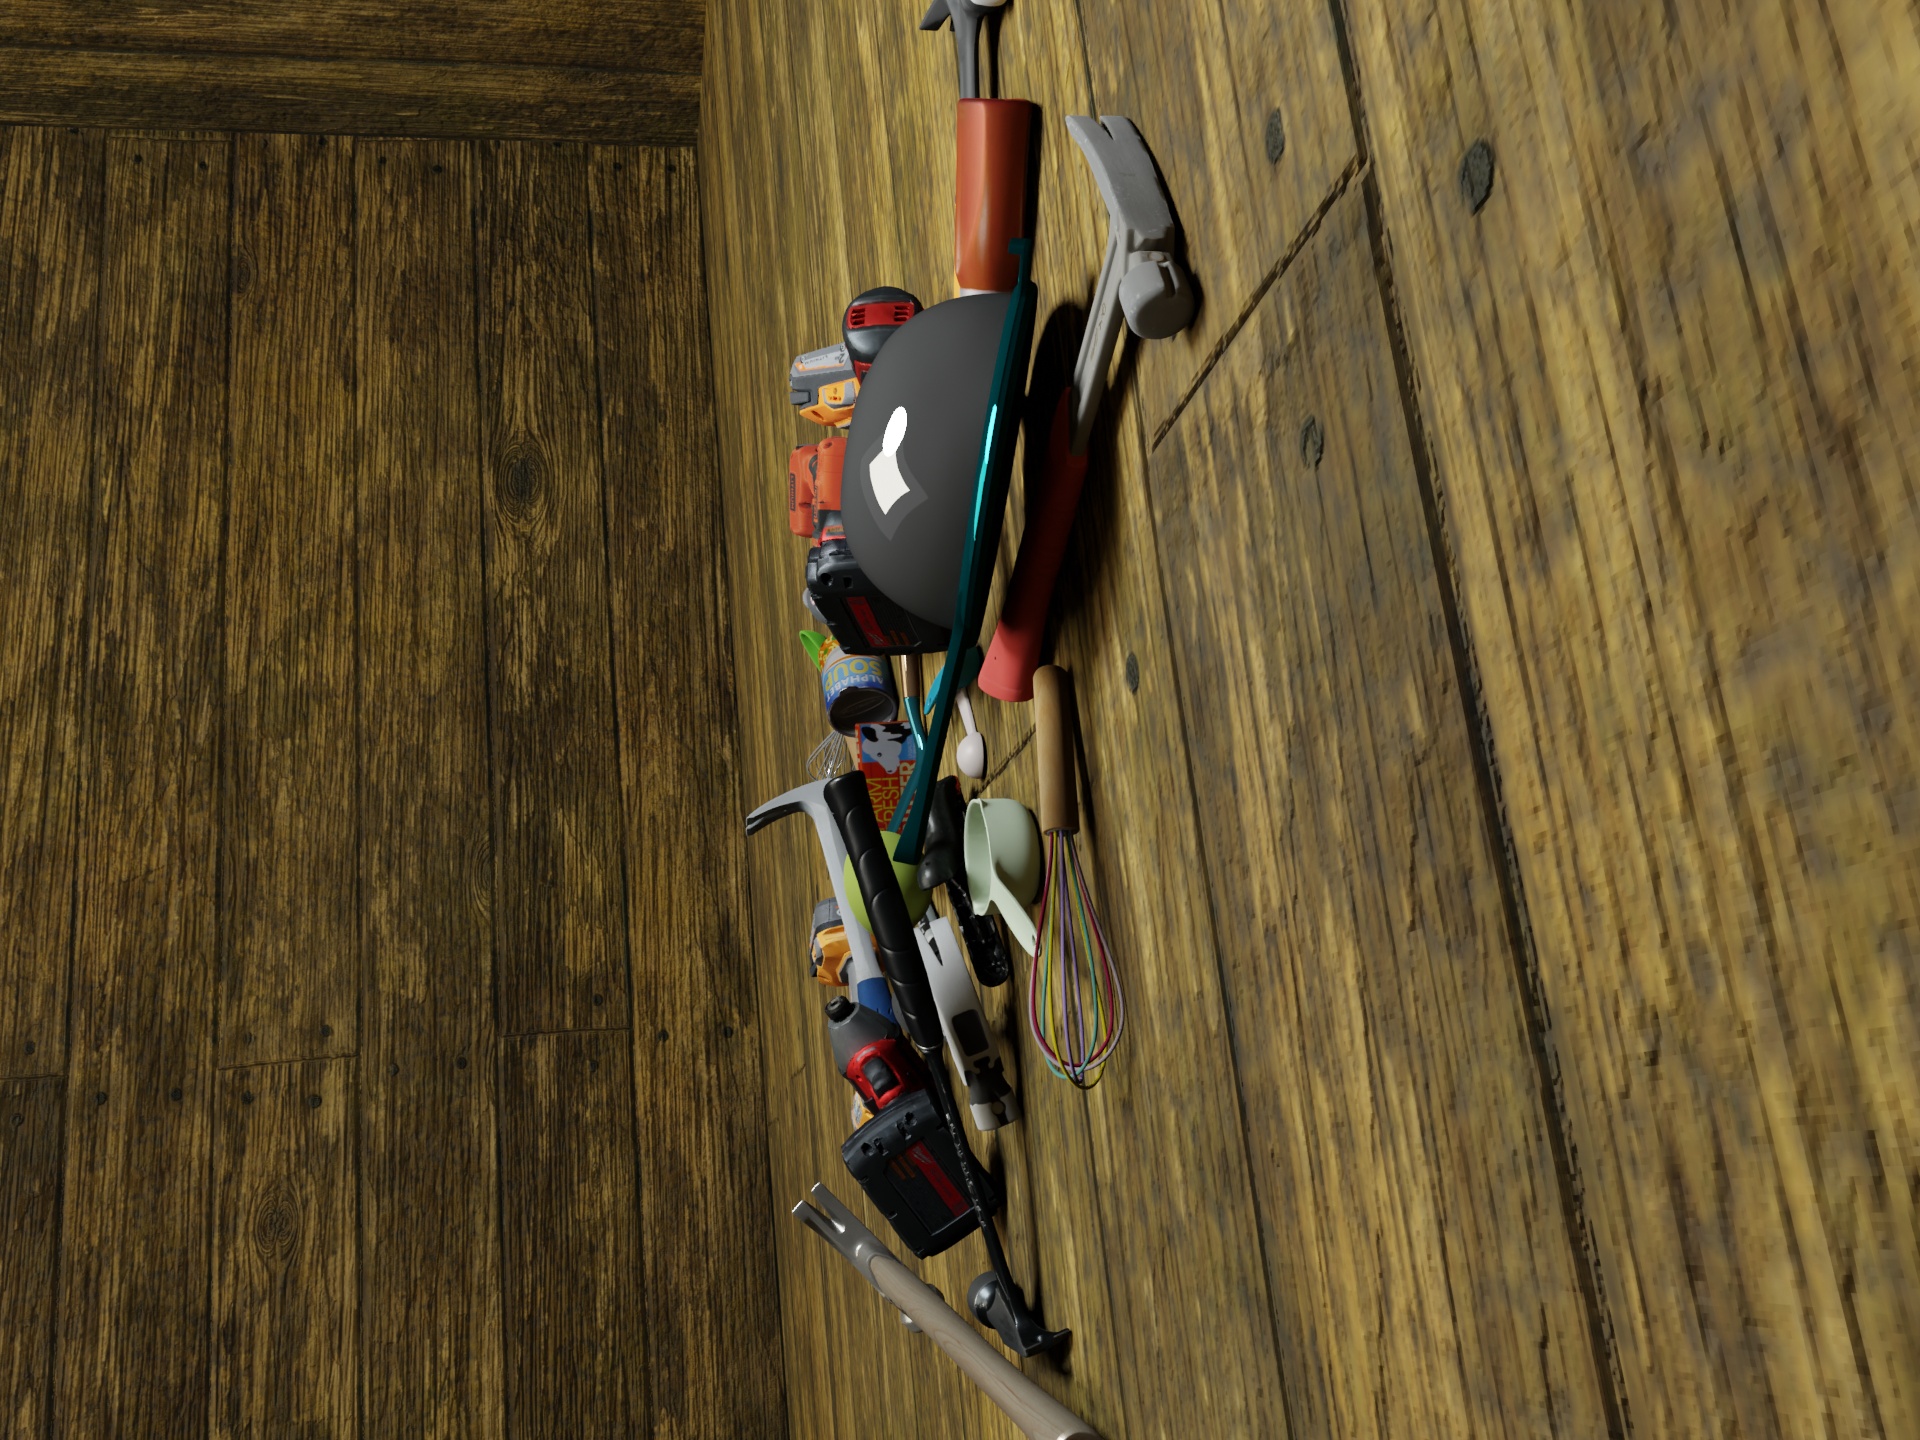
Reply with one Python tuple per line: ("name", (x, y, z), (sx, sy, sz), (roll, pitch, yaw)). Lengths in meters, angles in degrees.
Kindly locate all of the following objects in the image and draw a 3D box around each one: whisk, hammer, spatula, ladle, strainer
("whisk", (-0.123, 0.007, 1.689), (0.246, 0.059, 0.058), (111, -179, -52))
("hammer", (-0.021, 0.228, 1.251), (0.335, 0.035, 0.146), (144, 106, -79))
("spatula", (-0.054, -0.044, 1.369), (0.082, 0.044, 0.317), (131, 136, -77))
("hammer", (0.054, -0.141, 0.880), (0.358, 0.036, 0.149), (104, 159, -51))
("hammer", (0.005, -0.317, 1.063), (0.127, 0.034, 0.337), (-150, 58, -74))
("ladle", (-0.053, 0.124, 1.269), (0.320, 0.062, 0.078), (106, 149, -86))
("hammer", (-0.009, 0.418, 1.089), (0.146, 0.038, 0.411), (47, 164, -12))
("strainer", (-0.030, -0.091, 0.898), (0.211, 0.095, 0.340), (93, -171, -75))
("hammer", (-0.090, 0.230, 1.450), (0.035, 0.144, 0.406), (99, 156, -56))
("hammer", (-0.017, 0.230, 1.063), (0.149, 0.036, 0.409), (169, 83, -74))
("whisk", (0.060, 0.085, 0.902), (0.051, 0.047, 0.245), (139, 132, -59))

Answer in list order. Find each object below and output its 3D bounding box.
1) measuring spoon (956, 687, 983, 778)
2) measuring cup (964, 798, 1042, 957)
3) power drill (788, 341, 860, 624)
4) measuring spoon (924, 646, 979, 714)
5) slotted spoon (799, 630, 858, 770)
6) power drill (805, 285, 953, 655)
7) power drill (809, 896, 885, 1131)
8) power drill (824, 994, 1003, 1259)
("measuring spoon", (-0.002, -0.004, 1.199), (0.124, 0.018, 0.034), (-105, 17, -46))
("measuring cup", (0.039, 0.104, 1.000), (0.168, 0.038, 0.083), (-126, 35, -64))
("power drill", (-0.082, -0.182, 1.281), (0.164, 0.084, 0.226), (2, 96, 53))
("measuring spoon", (-0.006, -0.028, 1.198), (0.128, 0.021, 0.042), (124, 155, -68))
("slotted spoon", (-0.098, 0.027, 1.539), (0.070, 0.031, 0.314), (74, 173, -54))
("power drill", (-0.041, -0.158, 1.099), (0.187, 0.080, 0.227), (65, -155, -64))
("power drill", (-0.089, 0.301, 1.532), (0.185, 0.084, 0.226), (105, 154, -58))
("power drill", (-0.049, 0.304, 1.241), (0.143, 0.078, 0.220), (57, 177, -18))
